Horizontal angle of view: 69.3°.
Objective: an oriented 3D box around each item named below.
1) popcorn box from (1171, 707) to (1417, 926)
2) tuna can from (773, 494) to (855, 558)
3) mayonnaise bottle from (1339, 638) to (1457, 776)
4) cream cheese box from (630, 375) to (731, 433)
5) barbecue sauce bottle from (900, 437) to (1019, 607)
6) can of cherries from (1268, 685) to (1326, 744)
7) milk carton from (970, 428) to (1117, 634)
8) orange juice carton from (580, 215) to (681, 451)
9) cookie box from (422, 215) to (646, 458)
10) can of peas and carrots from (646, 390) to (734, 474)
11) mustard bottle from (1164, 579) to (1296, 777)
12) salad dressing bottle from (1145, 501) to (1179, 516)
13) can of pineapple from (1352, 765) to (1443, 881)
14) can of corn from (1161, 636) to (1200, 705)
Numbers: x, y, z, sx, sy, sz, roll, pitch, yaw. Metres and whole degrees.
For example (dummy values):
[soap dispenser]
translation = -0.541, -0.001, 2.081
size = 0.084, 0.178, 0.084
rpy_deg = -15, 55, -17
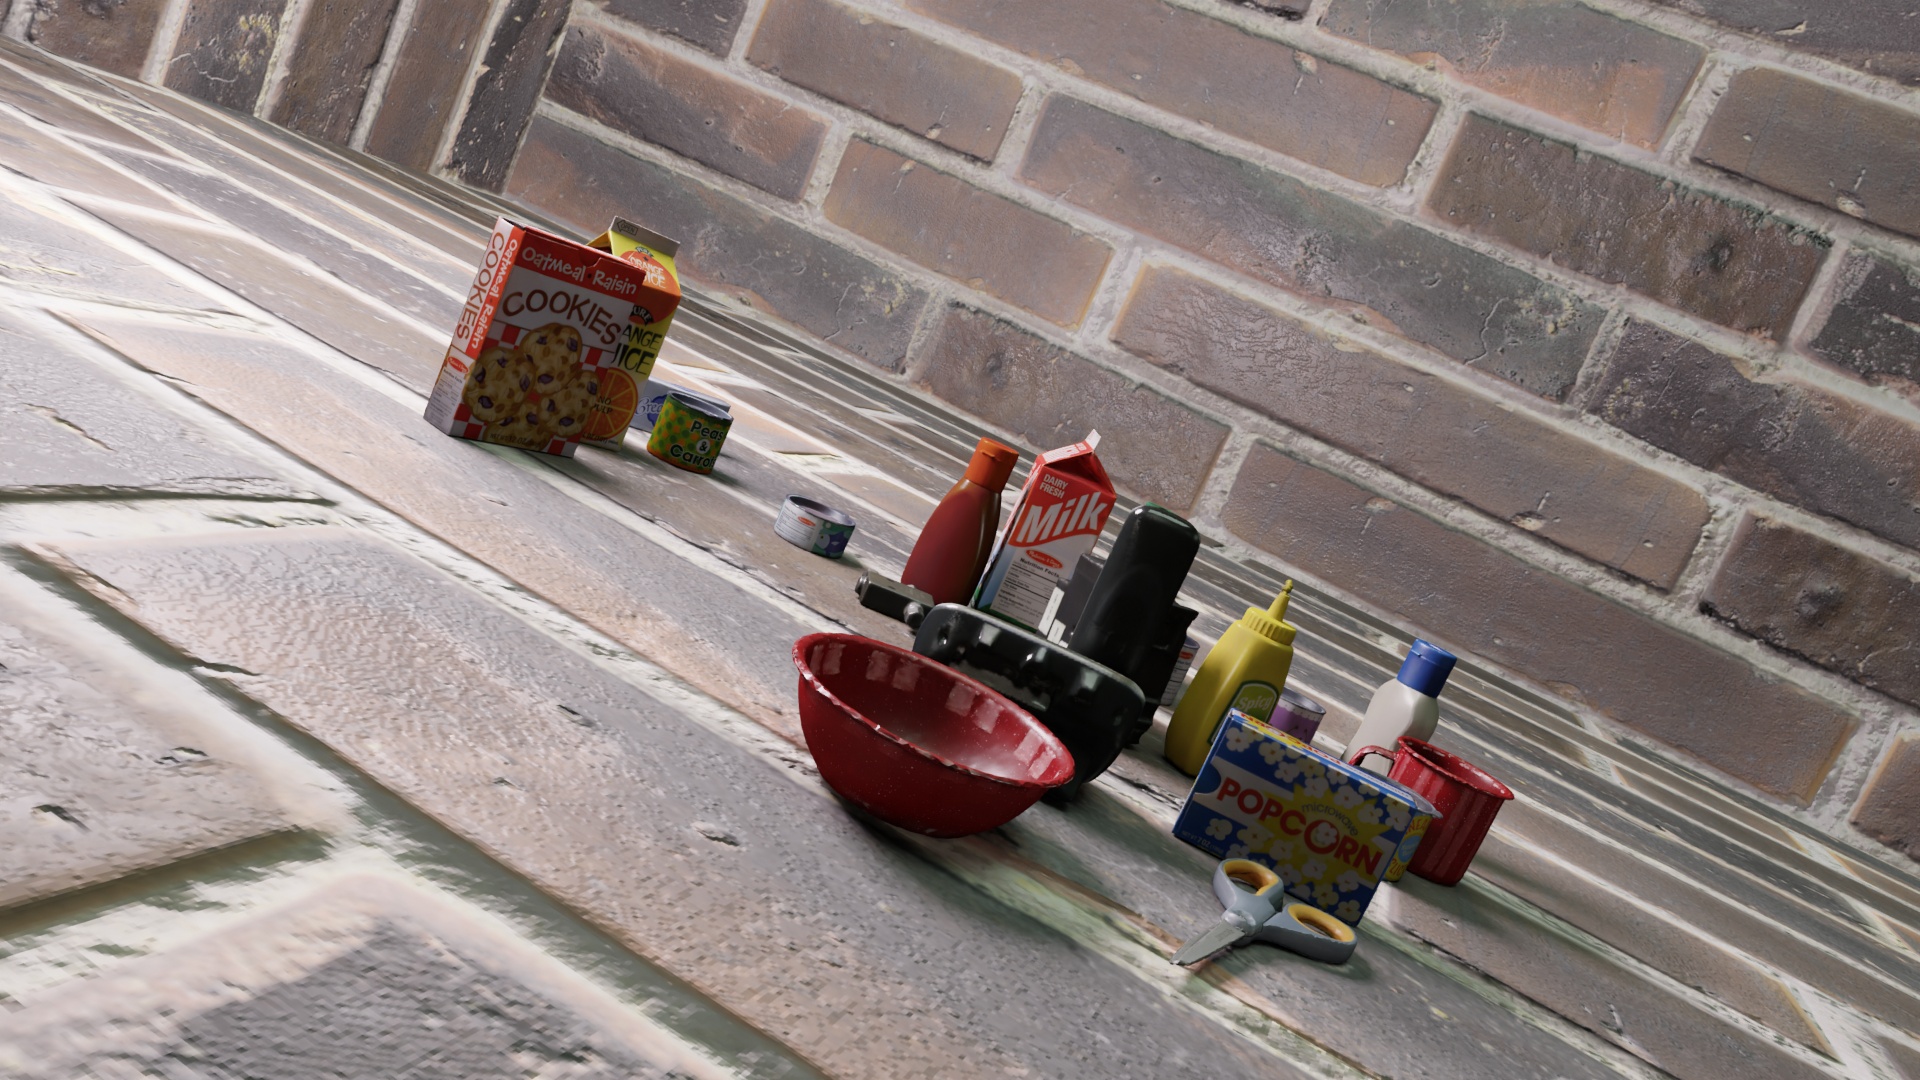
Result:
[popcorn box]
translation = 0.208, 0.171, 0.869
size = 0.127, 0.085, 0.038
rpy_deg = 26, 9, 9
[tuna can]
translation = -0.126, -0.012, 1.214
size = 0.071, 0.032, 0.071
rpy_deg = 24, 9, -4
[mayonnaise bottle]
translation = 0.361, 0.155, 1.148
size = 0.041, 0.147, 0.065
rpy_deg = 20, 10, -25
[cream cheese box]
translation = -0.288, -0.129, 1.396
size = 0.104, 0.053, 0.024
rpy_deg = 18, 11, -35
[barbecue sauce bottle]
translation = 0.004, -0.015, 1.199
size = 0.065, 0.148, 0.044
rpy_deg = 28, 9, 21
[can of cherries]
translation = 0.266, 0.155, 1.183
size = 0.071, 0.058, 0.071
rpy_deg = 24, 9, -4
[milk carton]
translation = 0.080, -0.009, 1.223
size = 0.073, 0.190, 0.072
rpy_deg = 24, 9, -5
[orange juice carton]
translation = -0.309, -0.184, 1.219
size = 0.072, 0.192, 0.073
rpy_deg = 15, 13, -47
[cookie box]
translation = -0.329, -0.155, 1.085
size = 0.040, 0.167, 0.123
rpy_deg = 30, 10, 32
[can of peas and carrots]
translation = -0.253, -0.100, 1.306
size = 0.071, 0.058, 0.071
rpy_deg = 24, 9, -4
[mustard bottle]
translation = 0.209, 0.101, 1.027
size = 0.065, 0.160, 0.049
rpy_deg = 19, 10, -32
[salad dressing bottle]
translation = 0.159, 0.037, 1.296
size = 0.044, 0.147, 0.064
rpy_deg = 27, 9, 18
[can of pineapple]
translation = 0.300, 0.204, 0.999
size = 0.071, 0.057, 0.071
rpy_deg = 24, 9, -4
[can of corn]
translation = 0.167, 0.104, 1.224
size = 0.071, 0.058, 0.071
rpy_deg = 24, 9, -4
